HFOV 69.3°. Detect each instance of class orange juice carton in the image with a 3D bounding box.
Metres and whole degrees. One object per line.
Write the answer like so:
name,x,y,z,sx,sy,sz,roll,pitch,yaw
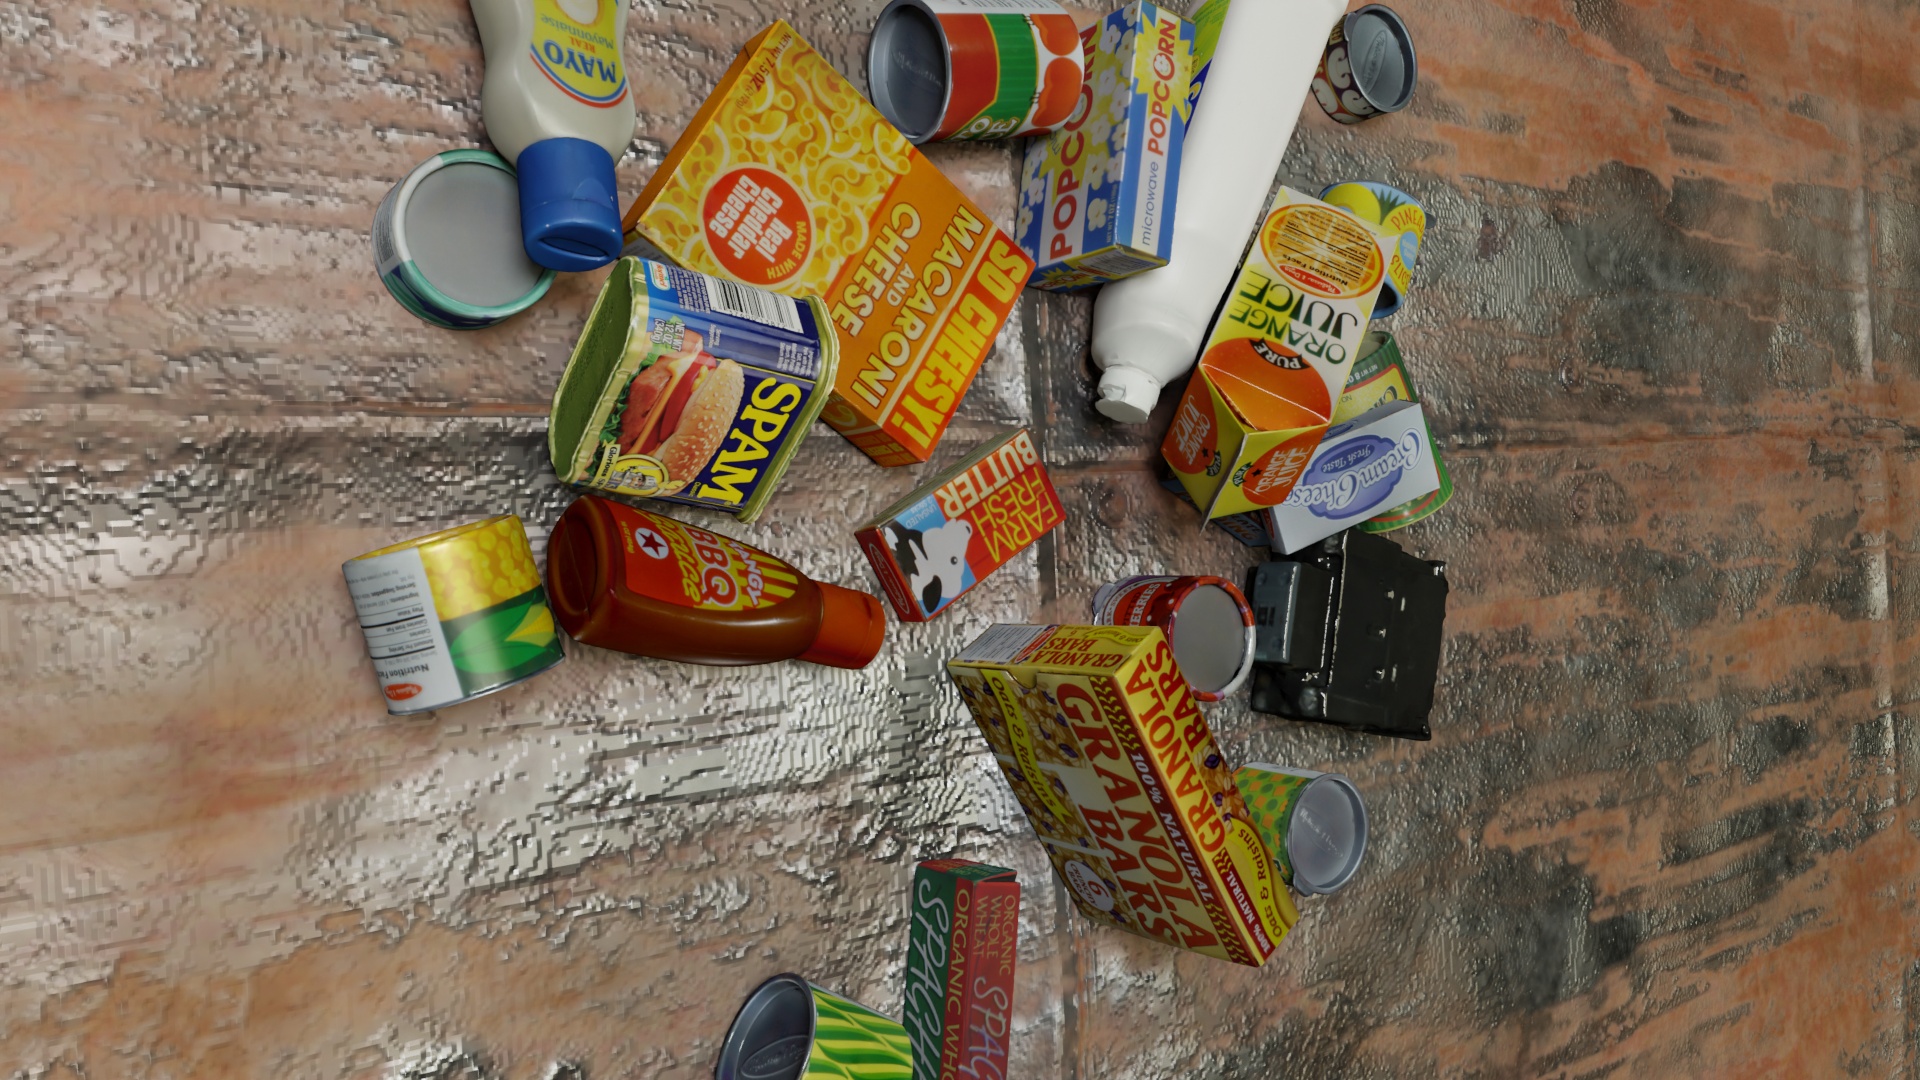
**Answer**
orange juice carton,0.164,-0.092,0.730,0.073,0.071,0.194,25,57,6

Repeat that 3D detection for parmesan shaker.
parmesan shaker,0.240,-0.063,0.826,0.071,0.071,0.103,-36,108,-30

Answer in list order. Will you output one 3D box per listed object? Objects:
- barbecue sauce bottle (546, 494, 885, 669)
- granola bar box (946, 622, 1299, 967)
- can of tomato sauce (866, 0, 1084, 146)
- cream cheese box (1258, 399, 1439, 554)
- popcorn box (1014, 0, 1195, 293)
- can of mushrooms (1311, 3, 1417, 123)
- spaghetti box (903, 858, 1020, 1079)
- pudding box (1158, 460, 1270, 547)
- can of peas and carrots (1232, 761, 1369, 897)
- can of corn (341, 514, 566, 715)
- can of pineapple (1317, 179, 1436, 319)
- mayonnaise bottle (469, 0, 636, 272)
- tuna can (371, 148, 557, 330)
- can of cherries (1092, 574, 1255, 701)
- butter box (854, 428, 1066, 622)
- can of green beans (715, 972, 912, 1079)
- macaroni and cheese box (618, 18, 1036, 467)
barbecue sauce bottle,-0.098,0.026,0.588,0.148,0.043,0.065,18,35,-42
granola bar box,0.076,0.119,0.666,0.039,0.124,0.165,-38,109,-31
can of tomato sauce,0.008,-0.224,0.667,0.083,0.071,0.071,-15,97,-35
cream cheese box,0.213,-0.036,0.771,0.104,0.024,0.053,-23,105,-13
popcorn box,0.070,-0.194,0.697,0.038,0.085,0.127,11,82,-32
can of mushrooms,0.247,-0.295,0.856,0.071,0.033,0.071,1,89,-35
spaghetti box,-0.006,0.277,0.648,0.029,0.050,0.250,8,83,-36
pudding box,0.155,-0.036,0.785,0.083,0.030,0.050,32,70,-30
can of peas and carrots,0.184,0.162,0.780,0.071,0.058,0.071,1,88,-34
can of corn,-0.188,0.026,0.521,0.071,0.071,0.058,-21,100,-34
can of pineapple,0.238,-0.171,0.824,0.071,0.071,0.058,28,74,-31
mayonnaise bottle,-0.155,-0.177,0.538,0.065,0.041,0.148,8,64,-44
tuna can,-0.190,-0.116,0.544,0.071,0.033,0.071,1,88,-35
can of cherries,0.111,0.050,0.733,0.071,0.058,0.071,1,88,-35
butter box,0.002,-0.009,0.680,0.104,0.024,0.053,-35,107,-31
can of green beans,-0.063,0.229,0.600,0.058,0.071,0.071,35,70,-30
macaroni and cheese box,-0.057,-0.131,0.633,0.166,0.040,0.124,39,67,-27
